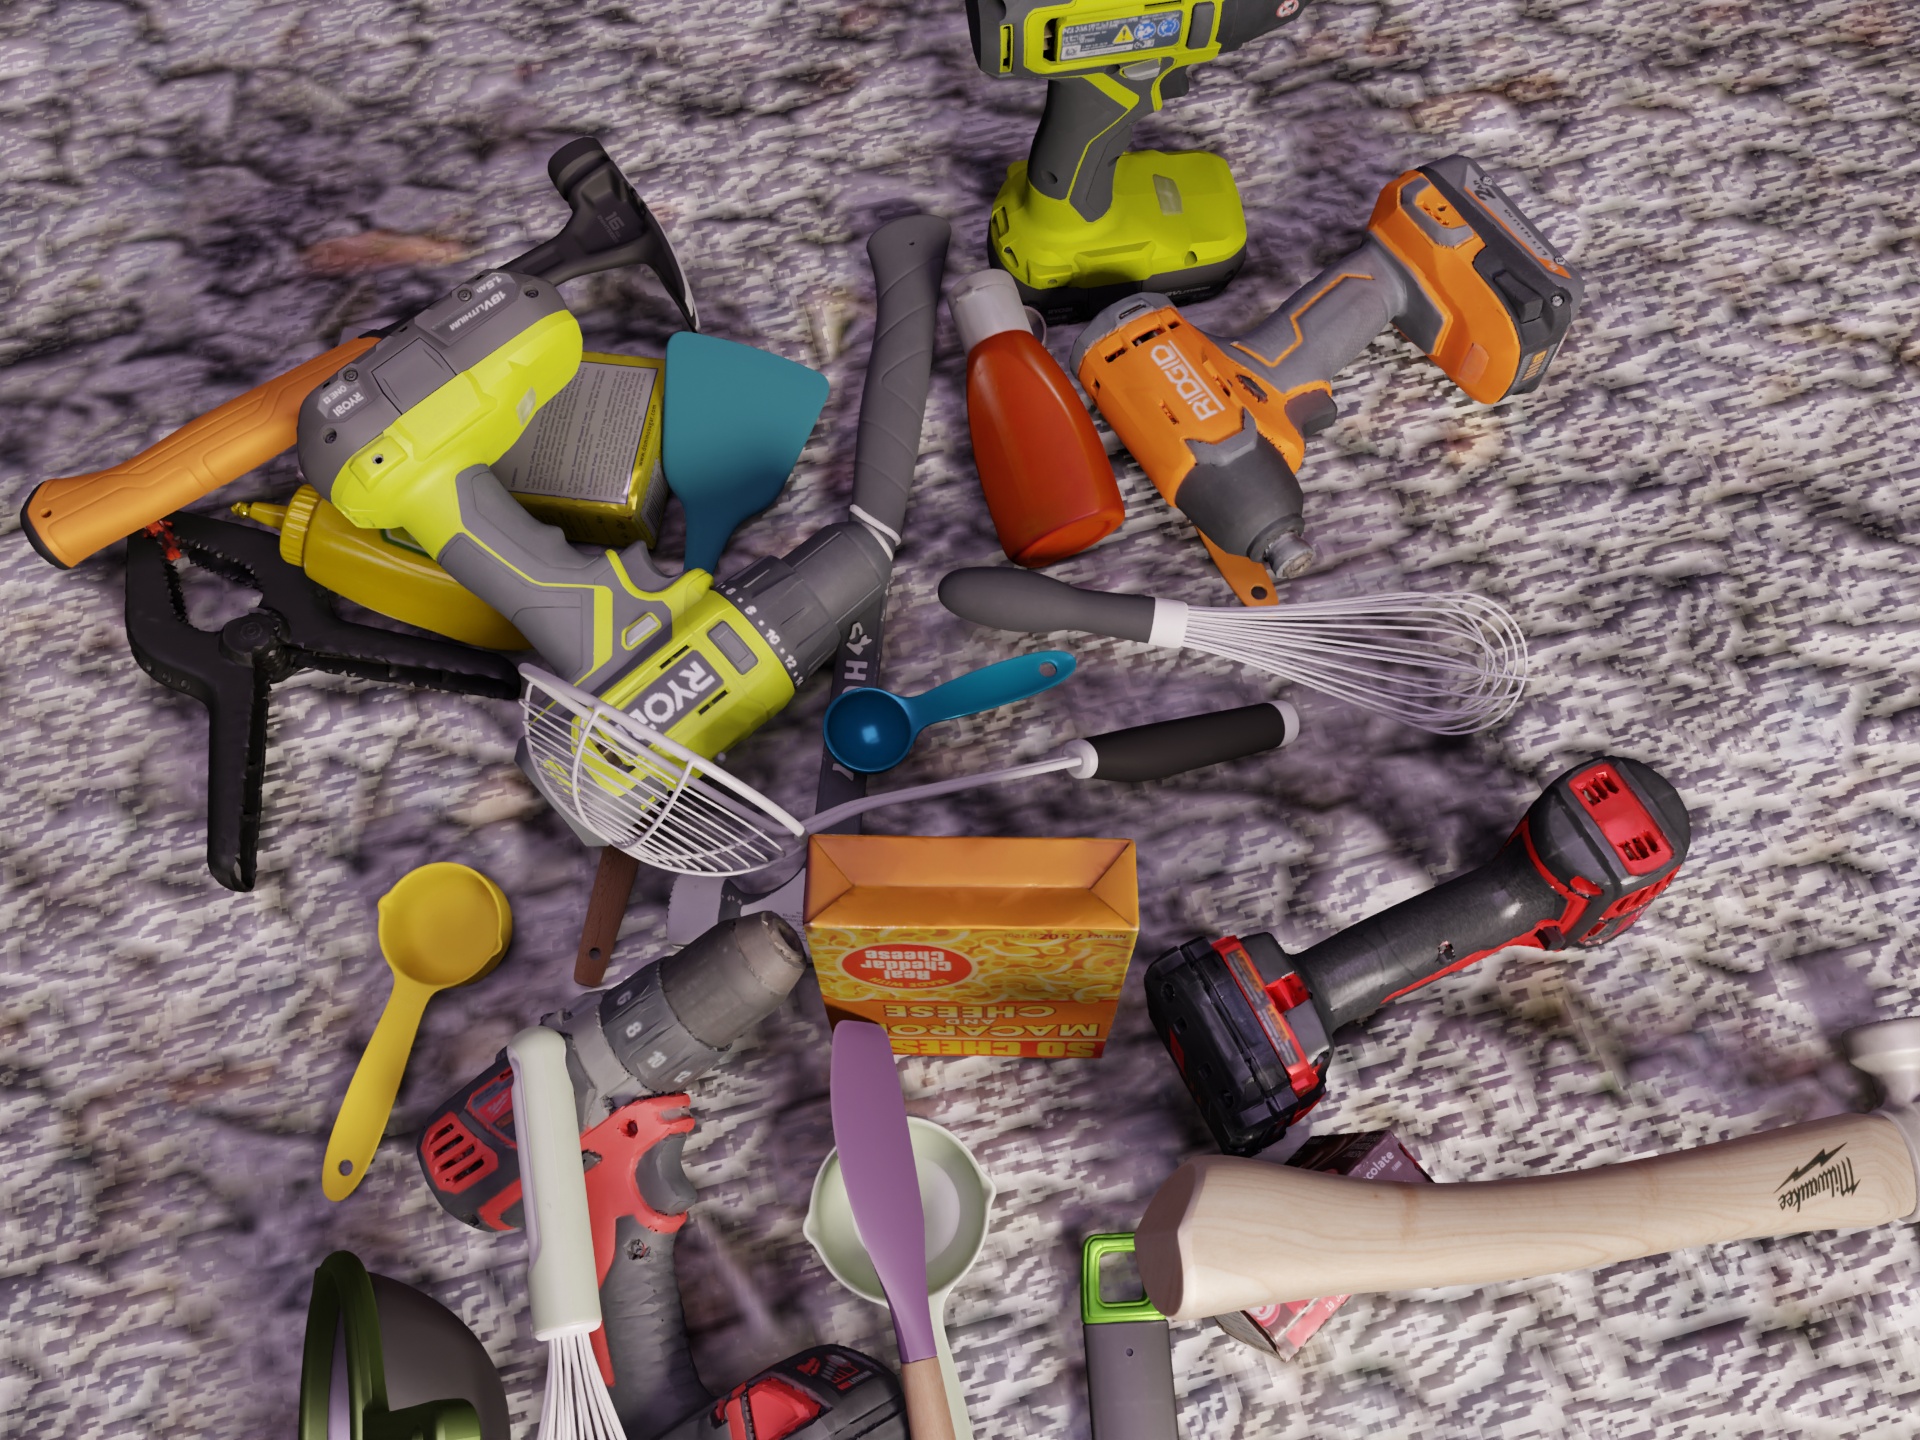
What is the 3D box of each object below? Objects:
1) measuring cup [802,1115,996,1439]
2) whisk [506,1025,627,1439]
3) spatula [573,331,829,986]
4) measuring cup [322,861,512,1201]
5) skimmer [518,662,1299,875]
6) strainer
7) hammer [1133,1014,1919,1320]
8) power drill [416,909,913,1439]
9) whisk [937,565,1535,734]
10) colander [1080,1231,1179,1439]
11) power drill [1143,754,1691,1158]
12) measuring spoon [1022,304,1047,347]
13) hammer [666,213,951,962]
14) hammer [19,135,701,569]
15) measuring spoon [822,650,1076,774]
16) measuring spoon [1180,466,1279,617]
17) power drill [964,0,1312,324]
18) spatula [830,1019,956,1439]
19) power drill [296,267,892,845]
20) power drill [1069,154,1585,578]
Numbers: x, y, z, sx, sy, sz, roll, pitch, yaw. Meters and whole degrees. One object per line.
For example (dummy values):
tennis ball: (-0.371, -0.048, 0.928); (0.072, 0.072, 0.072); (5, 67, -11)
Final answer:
measuring cup: (-0.015, 0.252, 0.669); (0.083, 0.038, 0.168); (-13, 74, -1)
whisk: (-0.145, 0.233, 0.587); (0.059, 0.057, 0.247); (-2, 65, -25)
spatula: (-0.139, -0.030, 0.763); (0.082, 0.044, 0.318); (15, 74, -12)
measuring cup: (-0.250, 0.141, 0.723); (0.062, 0.029, 0.156); (19, 83, 7)
skimmer: (-0.001, -0.002, 0.676); (0.363, 0.127, 0.090); (-9, 101, -29)
strainer: (-0.188, 0.261, 0.576); (0.069, 0.256, 0.152); (4, 65, -30)
hammer: (0.251, 0.194, 0.600); (0.410, 0.038, 0.146); (2, 68, -25)
power drill: (-0.104, 0.206, 0.640); (0.188, 0.080, 0.227); (-36, 70, 11)
whisk: (0.130, -0.041, 0.756); (0.284, 0.070, 0.070); (9, 70, 1)
colander: (0.079, 0.394, 0.583); (0.204, 0.094, 0.397); (-3, 70, -1)
power drill: (0.193, 0.099, 0.675); (0.219, 0.143, 0.079); (-27, 68, -2)
measuring spoon: (0.041, -0.159, 0.834); (0.034, 0.018, 0.124); (-18, 76, 17)
hammer: (-0.040, -0.080, 0.793); (0.149, 0.036, 0.409); (6, 69, 1)
hammer: (-0.294, -0.165, 0.781); (0.337, 0.034, 0.127); (-31, 69, -9)
measuring spoon: (-0.004, -0.006, 0.743); (0.128, 0.021, 0.042); (-19, 70, -18)
measuring spoon: (0.131, -0.101, 0.811); (0.021, 0.011, 0.117); (-25, 71, -8)
power drill: (0.090, -0.293, 0.770); (0.171, 0.223, 0.080); (-9, 70, -3)
spatula: (-0.012, 0.269, 0.600); (0.018, 0.059, 0.316); (-21, 69, 22)
power drill: (-0.161, -0.084, 0.716); (0.190, 0.080, 0.228); (-41, 90, -13)
power drill: (0.190, -0.172, 0.794); (0.226, 0.084, 0.164); (-28, 68, -10)
